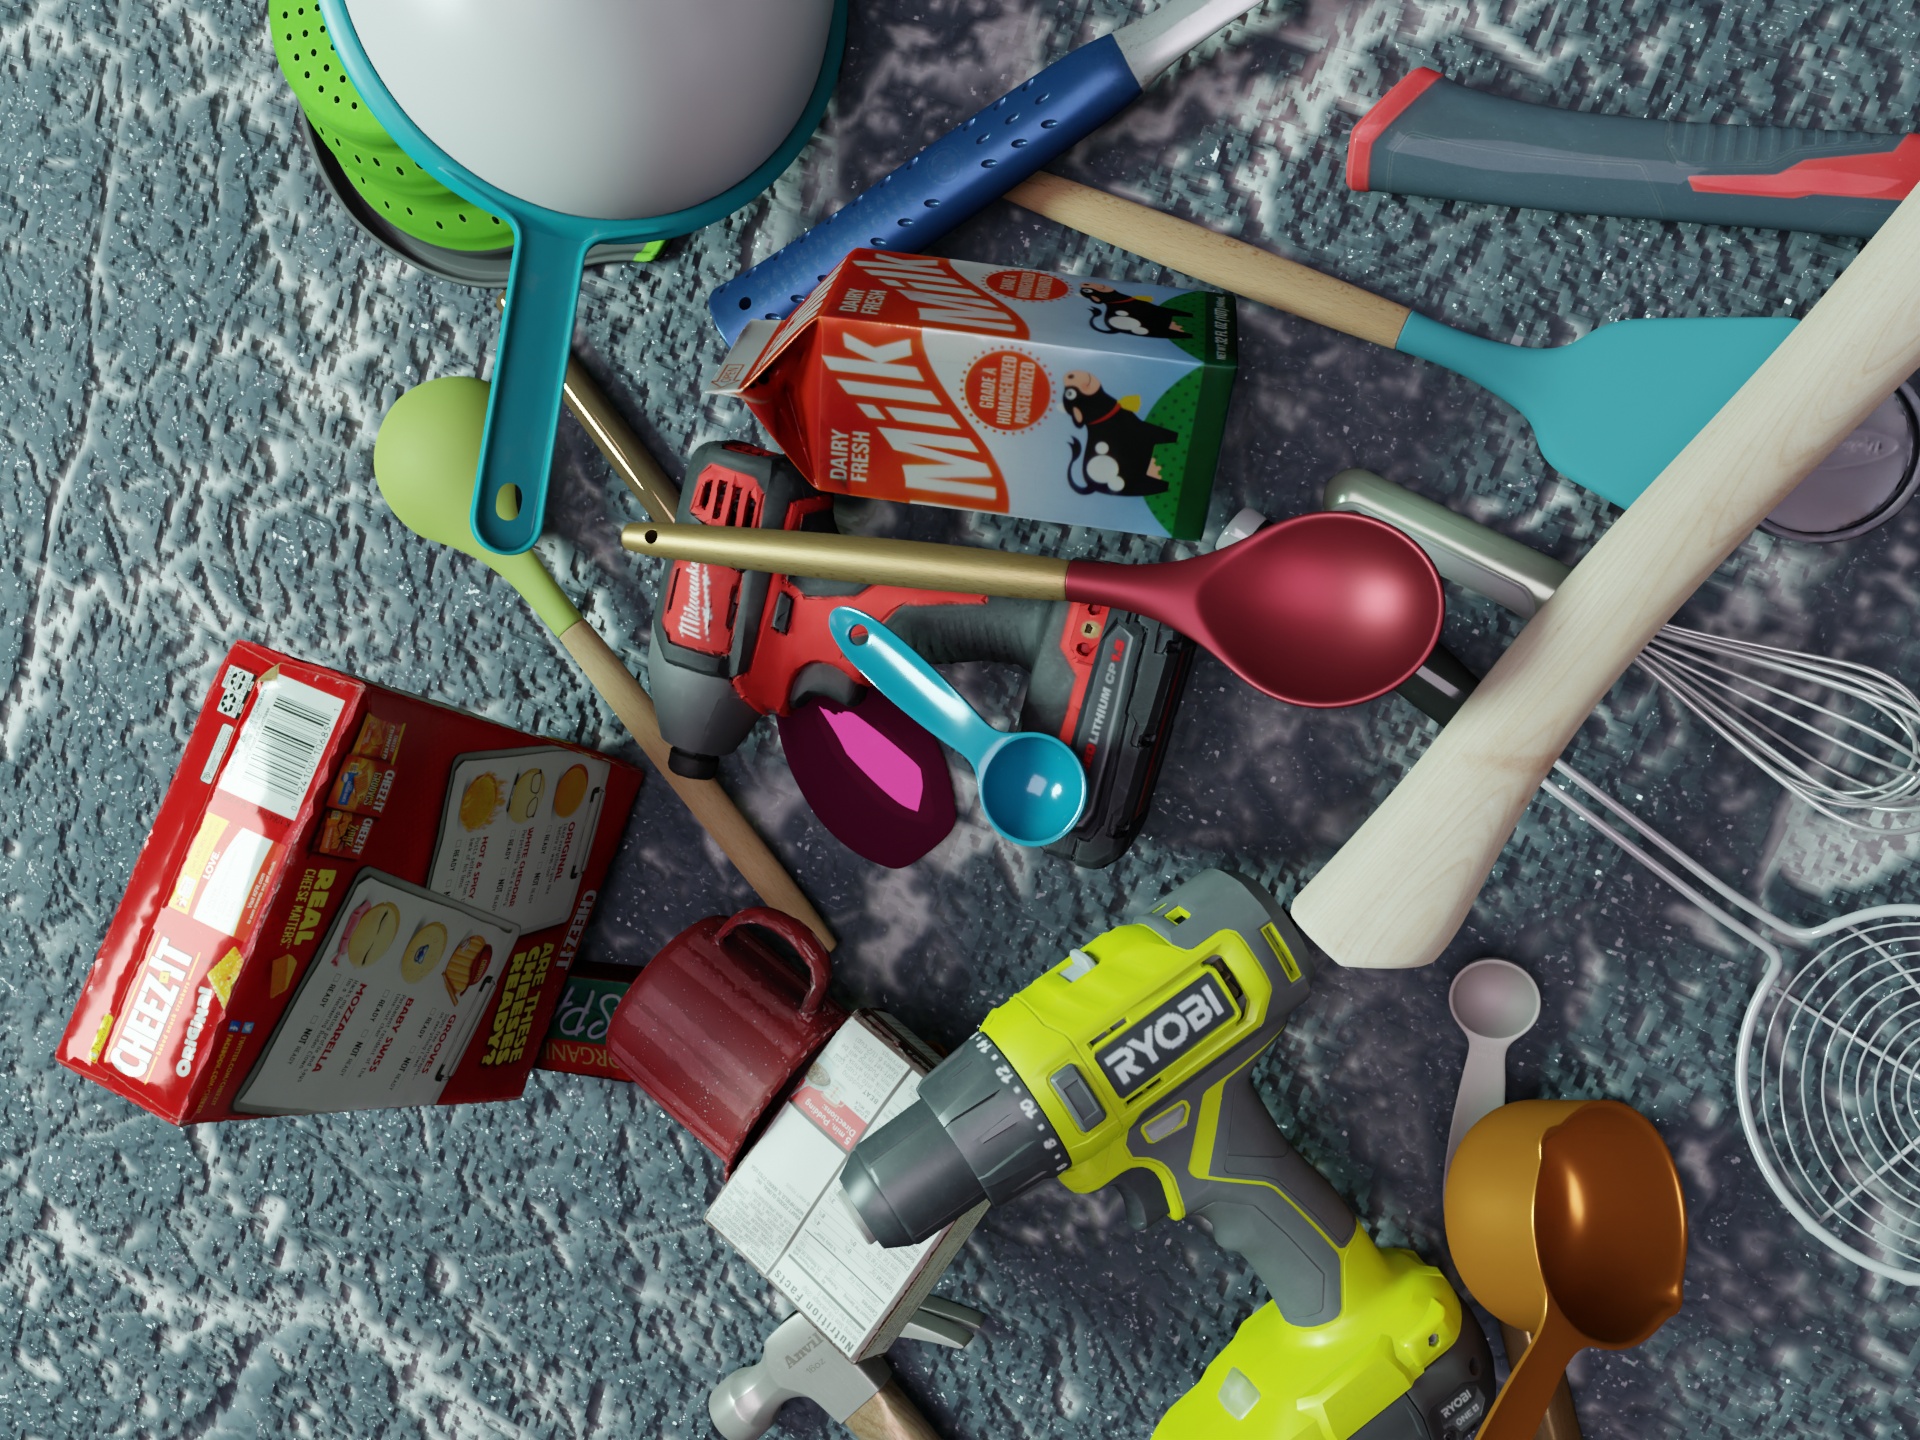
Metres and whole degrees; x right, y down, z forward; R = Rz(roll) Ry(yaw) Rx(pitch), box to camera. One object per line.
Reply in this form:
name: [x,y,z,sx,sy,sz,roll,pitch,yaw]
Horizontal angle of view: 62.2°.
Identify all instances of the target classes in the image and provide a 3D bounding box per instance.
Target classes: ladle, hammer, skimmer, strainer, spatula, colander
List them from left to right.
colander: [-0.292,-0.334,0.699,0.397,0.094,0.204,29,105,13]
strainer: [-0.142,-0.230,0.597,0.211,0.095,0.340,9,93,-23]
ladle: [-0.156,-0.023,0.728,0.078,0.062,0.320,-38,91,15]
ladle: [0.015,-0.053,0.585,0.315,0.031,0.069,8,84,18]
hammer: [0.037,0.391,0.714,0.331,0.031,0.130,46,108,8]
hammer: [0.071,-0.262,0.606,0.405,0.035,0.144,-29,79,18]
spatula: [0.145,-0.162,0.605,0.317,0.044,0.082,25,99,15]
skimmer: [0.231,0.046,0.576,0.363,0.090,0.127,40,125,11]
hammer: [0.247,-0.084,0.533,0.146,0.038,0.410,42,104,14]
hammer: [0.328,-0.167,0.547,0.386,0.038,0.143,10,101,17]

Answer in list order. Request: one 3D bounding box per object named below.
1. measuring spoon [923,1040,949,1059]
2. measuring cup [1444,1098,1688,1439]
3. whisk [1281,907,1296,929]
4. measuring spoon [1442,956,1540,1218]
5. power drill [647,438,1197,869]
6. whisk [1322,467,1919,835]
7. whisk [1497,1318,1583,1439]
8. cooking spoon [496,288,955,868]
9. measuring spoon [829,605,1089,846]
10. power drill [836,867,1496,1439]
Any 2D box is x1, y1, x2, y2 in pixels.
measuring spoon: [-0.047,0.182,0.727,0.117,0.011,0.021,-39,57,21]
measuring cup: [0.200,0.215,0.579,0.095,0.174,0.052,49,152,-14]
whisk: [0.027,0.166,0.679,0.284,0.070,0.070,-39,84,14]
measuring spoon: [0.209,0.151,0.640,0.034,0.018,0.124,7,106,17]
power drill: [-0.024,-0.021,0.651,0.220,0.078,0.143,17,100,12]
whisk: [0.245,-0.032,0.588,0.246,0.057,0.059,30,70,17]
whisk: [0.253,0.342,0.632,0.051,0.047,0.245,-14,89,20]
cooking spoon: [-0.111,-0.068,0.713,0.068,0.017,0.319,-39,85,18]
measuring spoon: [-0.001,-0.002,0.603,0.129,0.021,0.042,42,104,19]
power drill: [0.081,0.195,0.601,0.190,0.080,0.228,-33,99,-11]
